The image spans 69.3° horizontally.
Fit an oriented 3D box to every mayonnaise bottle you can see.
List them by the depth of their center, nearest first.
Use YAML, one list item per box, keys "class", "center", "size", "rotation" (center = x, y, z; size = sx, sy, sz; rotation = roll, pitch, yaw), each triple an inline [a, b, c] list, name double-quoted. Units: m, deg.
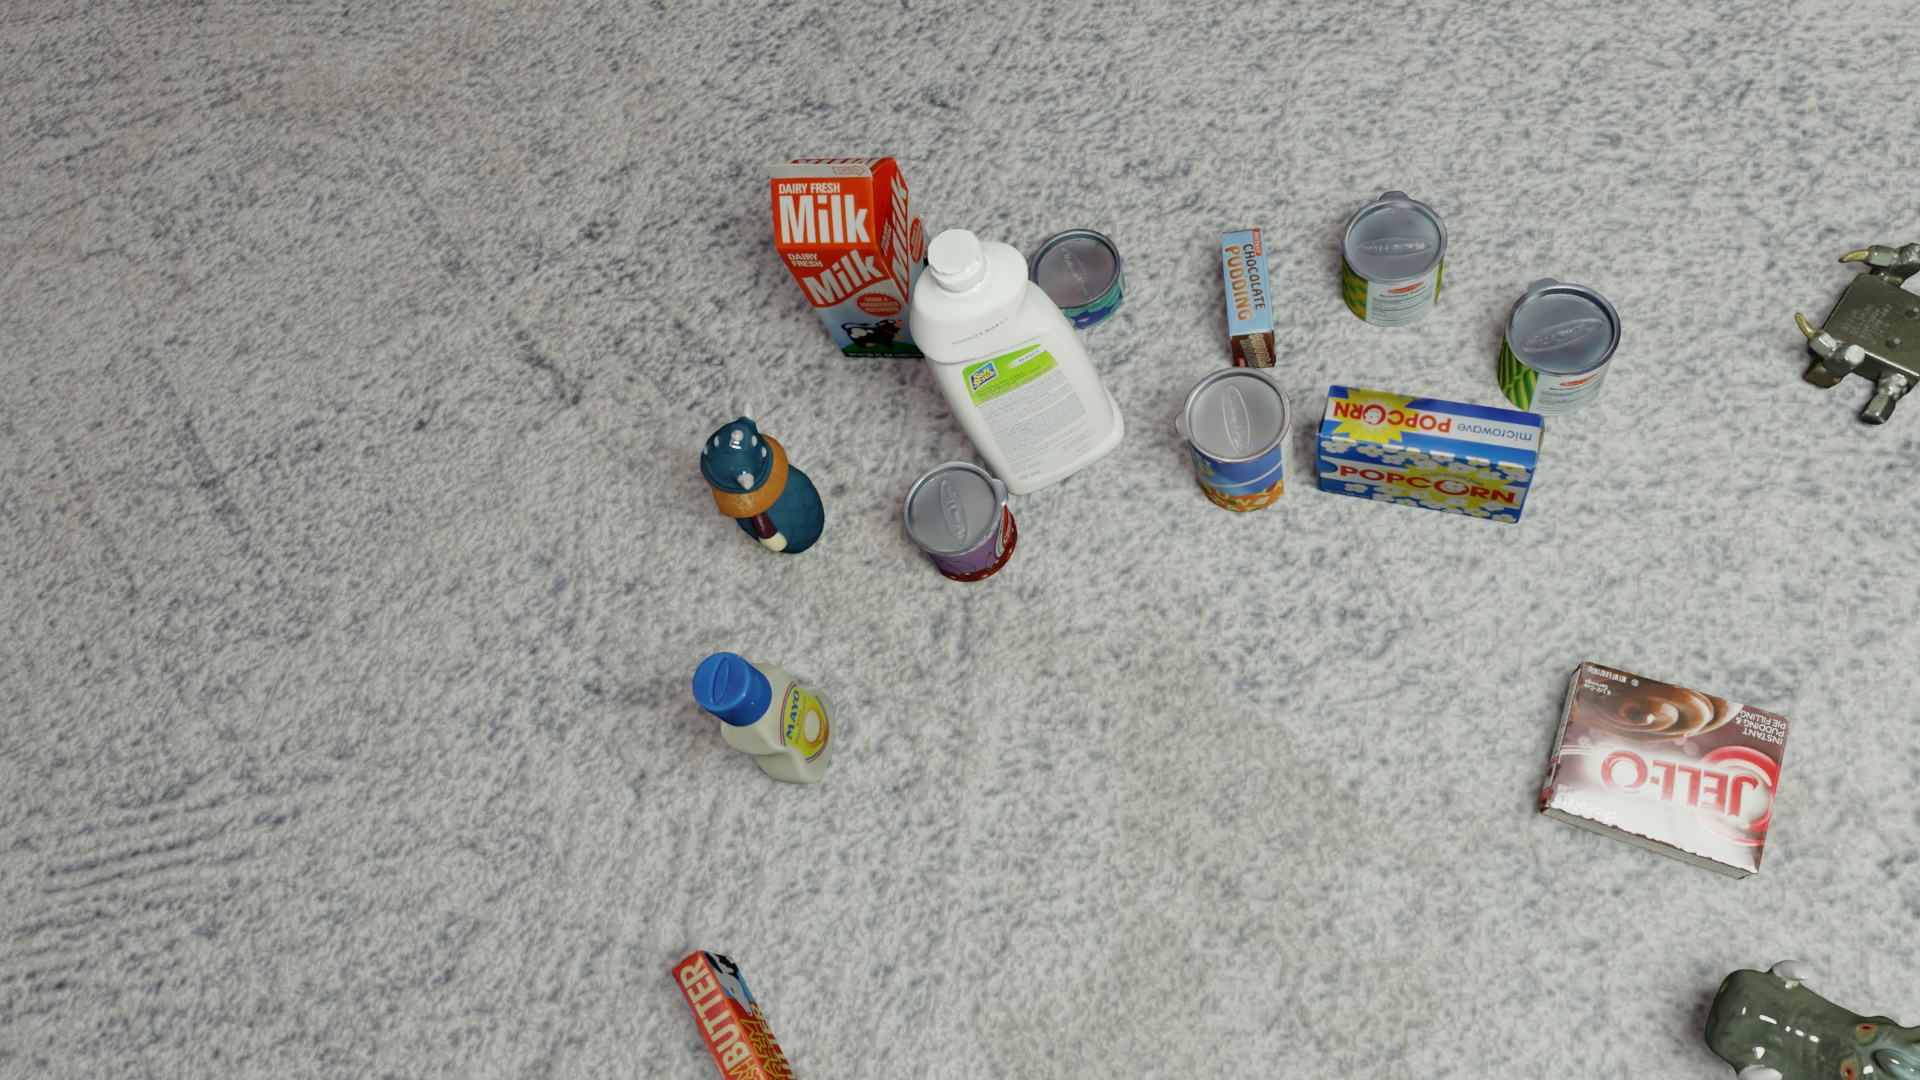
- class: "mayonnaise bottle"
  center: [-0.120, 0.108, 0.863]
  size: [0.041, 0.147, 0.065]
  rotation: [2, 69, 16]

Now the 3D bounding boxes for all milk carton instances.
- class: "milk carton"
  center: [-0.070, -0.201, 0.954]
  size: [0.072, 0.190, 0.073]
  rotation: [2, 69, 16]

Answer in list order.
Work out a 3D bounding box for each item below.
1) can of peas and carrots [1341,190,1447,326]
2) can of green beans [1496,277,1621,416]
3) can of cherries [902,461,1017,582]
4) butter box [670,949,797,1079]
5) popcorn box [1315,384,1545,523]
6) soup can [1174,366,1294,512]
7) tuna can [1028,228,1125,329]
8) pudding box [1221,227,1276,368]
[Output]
- class: "can of peas and carrots"
  center: [0.288, -0.187, 0.927]
  size: [0.071, 0.058, 0.071]
  rotation: [-5, 67, 13]
- class: "can of green beans"
  center: [0.376, -0.120, 0.877]
  size: [0.071, 0.057, 0.071]
  rotation: [-5, 67, 13]
- class: "can of cherries"
  center: [0.003, -0.012, 0.930]
  size: [0.071, 0.058, 0.072]
  rotation: [-5, 67, 13]
- class: "butter box"
  center: [-0.134, 0.299, 0.840]
  size: [0.024, 0.053, 0.104]
  rotation: [-35, 64, -1]
- class: "popcorn box"
  center: [0.287, -0.053, 0.857]
  size: [0.127, 0.085, 0.038]
  rotation: [11, 72, 19]
- class: "soup can"
  center: [0.177, -0.063, 0.891]
  size: [0.071, 0.083, 0.071]
  rotation: [-5, 67, 13]
- class: "tuna can"
  center: [0.082, -0.186, 0.995]
  size: [0.071, 0.032, 0.071]
  rotation: [-5, 67, 13]
- class: "pudding box"
  center: [0.197, -0.165, 0.947]
  size: [0.030, 0.049, 0.084]
  rotation: [-6, 67, 13]
